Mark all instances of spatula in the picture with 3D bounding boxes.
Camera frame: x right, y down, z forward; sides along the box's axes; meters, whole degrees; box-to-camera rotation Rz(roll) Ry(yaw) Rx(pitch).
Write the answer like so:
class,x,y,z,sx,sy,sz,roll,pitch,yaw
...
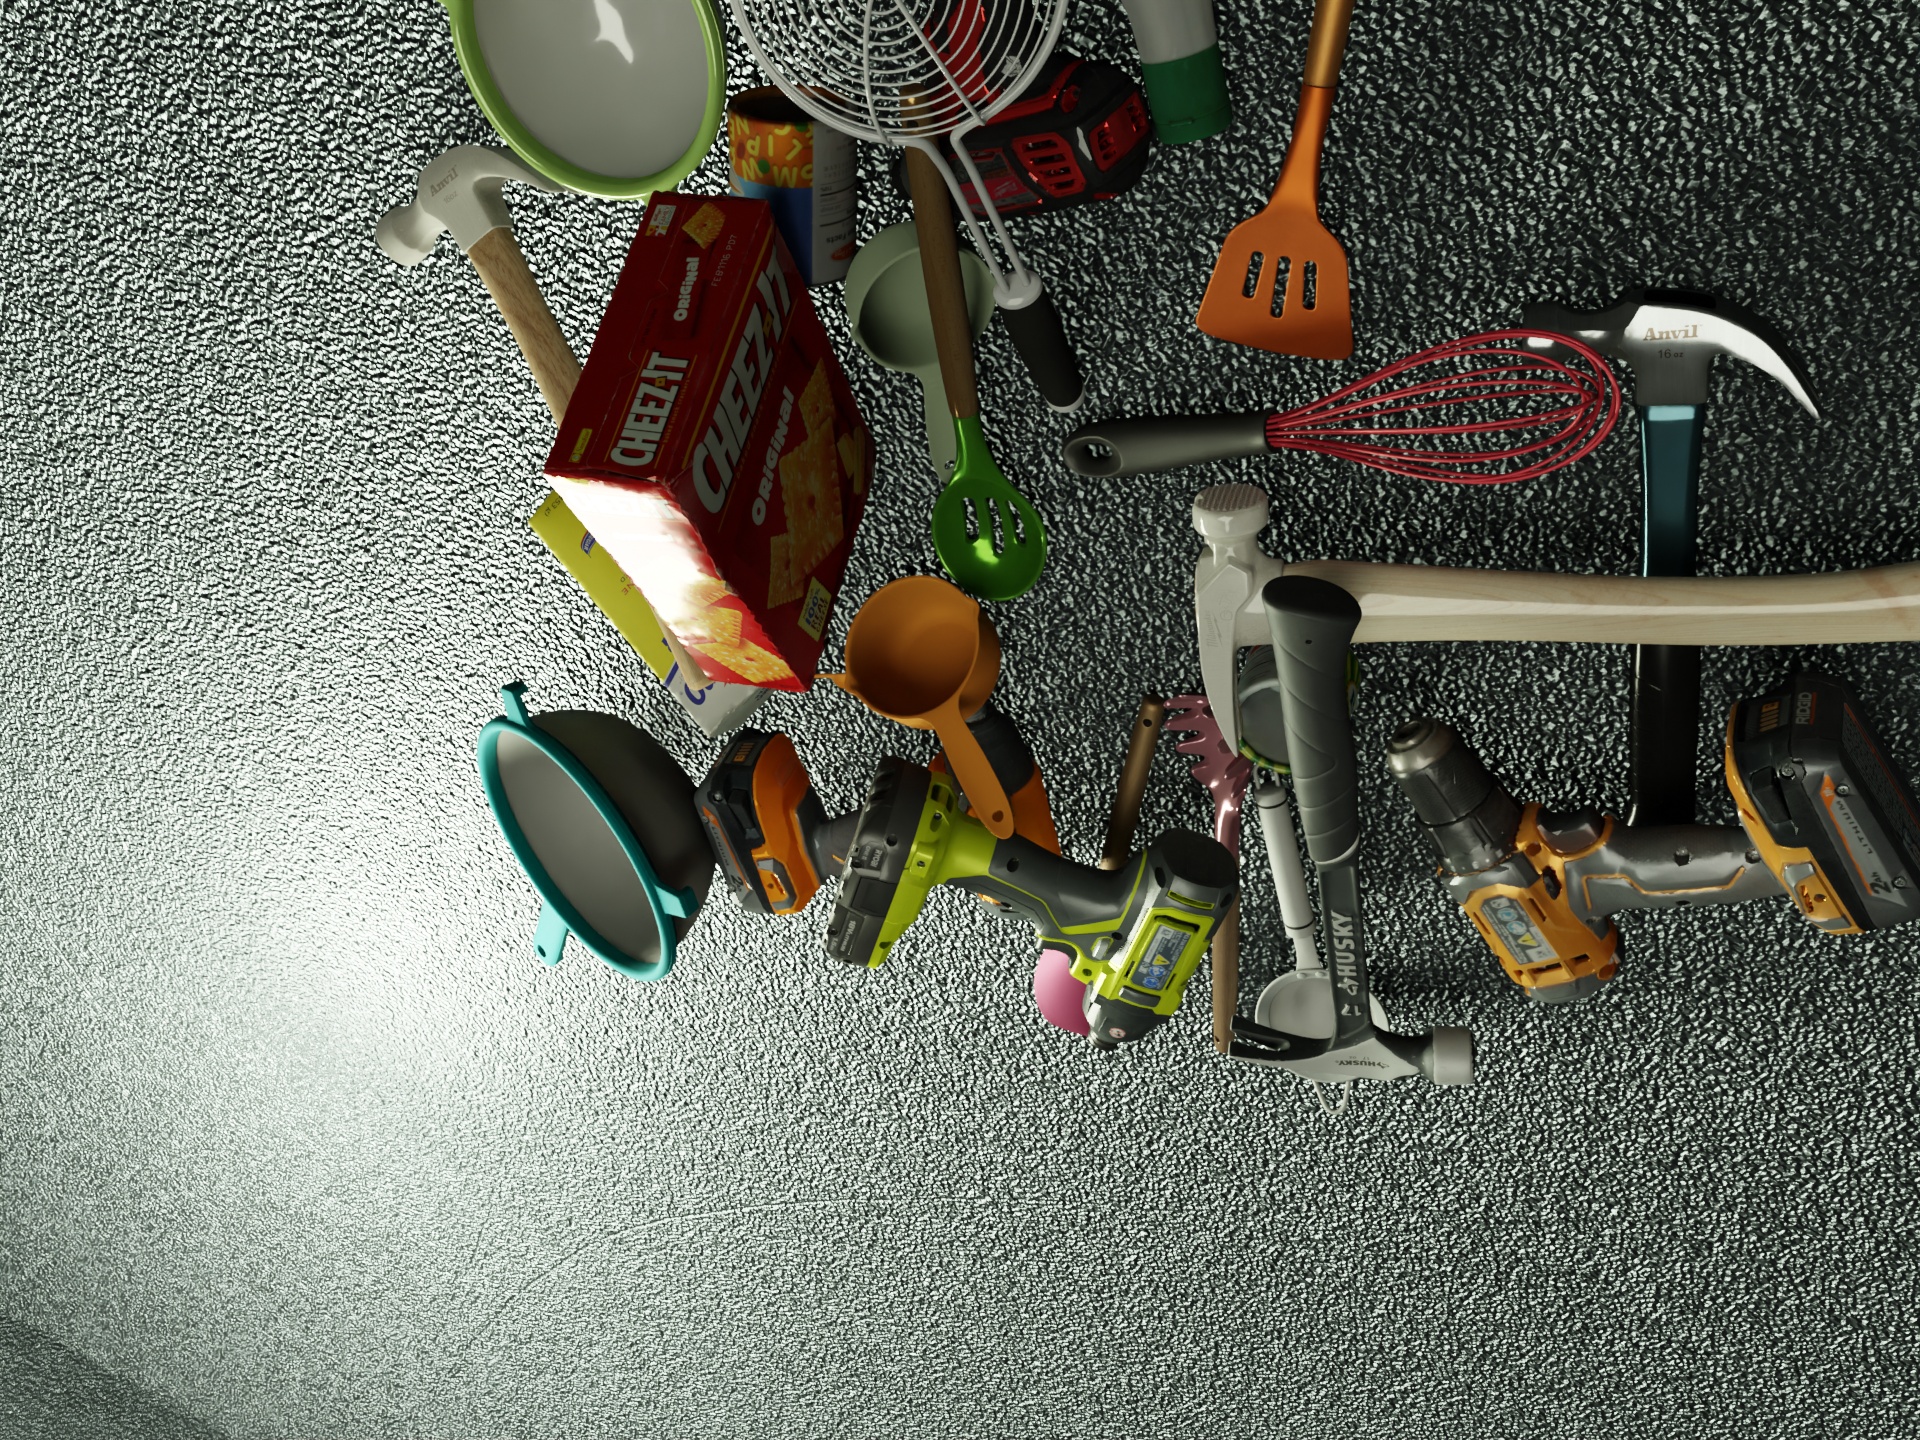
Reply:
class,x,y,z,sx,sy,sz,roll,pitch,yaw
spatula,0.165,-0.311,0.708,0.081,0.041,0.322,15,125,13

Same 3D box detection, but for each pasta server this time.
class,x,y,z,sx,sy,sz,roll,pitch,yaw
pasta server,0.164,0.107,1.015,0.060,0.040,0.316,45,150,45

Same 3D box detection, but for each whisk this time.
class,x,y,z,sx,sy,sz,roll,pitch,yaw
whisk,0.173,-0.144,0.787,0.296,0.073,0.073,1,127,39

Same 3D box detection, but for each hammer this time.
class,x,y,z,sx,sy,sz,roll,pitch,yaw
hammer,0.357,-0.059,0.808,0.128,0.033,0.330,1,126,24
hammer,0.322,-0.046,0.774,0.411,0.038,0.146,1,121,17
hammer,0.203,0.080,0.877,0.149,0.036,0.408,-2,135,17
hammer,-0.213,-0.171,0.904,0.130,0.031,0.331,-26,93,33

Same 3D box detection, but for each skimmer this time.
class,x,y,z,sx,sy,sz,roll,pitch,yaw
skimmer,0.010,-0.243,0.696,0.127,0.090,0.363,-9,166,13

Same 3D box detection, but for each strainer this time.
class,x,y,z,sx,sy,sz,roll,pitch,yaw
strainer,-0.256,0.098,1.161,0.211,0.095,0.340,49,149,8
strainer,-0.220,-0.368,0.799,0.256,0.069,0.151,27,133,4
strainer,0.219,0.135,1.012,0.087,0.050,0.258,-6,117,23

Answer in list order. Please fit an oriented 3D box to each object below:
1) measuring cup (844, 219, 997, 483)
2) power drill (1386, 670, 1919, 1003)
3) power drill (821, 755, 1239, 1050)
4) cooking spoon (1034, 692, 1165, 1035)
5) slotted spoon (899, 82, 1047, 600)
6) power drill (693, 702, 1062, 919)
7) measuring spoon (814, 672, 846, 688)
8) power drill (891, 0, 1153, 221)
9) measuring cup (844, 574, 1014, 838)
class,x,y,z,sx,sy,sz,roll,pitch,yaw
measuring cup,-0.018,-0.197,0.862,0.083,0.038,0.167,-20,145,-7
power drill,0.349,0.050,0.825,0.226,0.084,0.185,-24,111,42
power drill,0.037,0.119,0.974,0.223,0.080,0.171,18,127,-3
cooking spoon,0.098,0.107,1.056,0.069,0.017,0.318,17,131,10
slotted spoon,0.001,-0.182,0.829,0.070,0.031,0.313,8,142,16
power drill,-0.053,0.053,1.042,0.226,0.084,0.164,-3,124,20
measuring spoon,-0.122,-0.023,1.027,0.117,0.021,0.011,-3,93,2
power drill,-0.011,-0.332,0.723,0.143,0.078,0.219,6,135,44
measuring cup,-0.001,-0.003,0.937,0.095,0.052,0.174,-32,69,14
